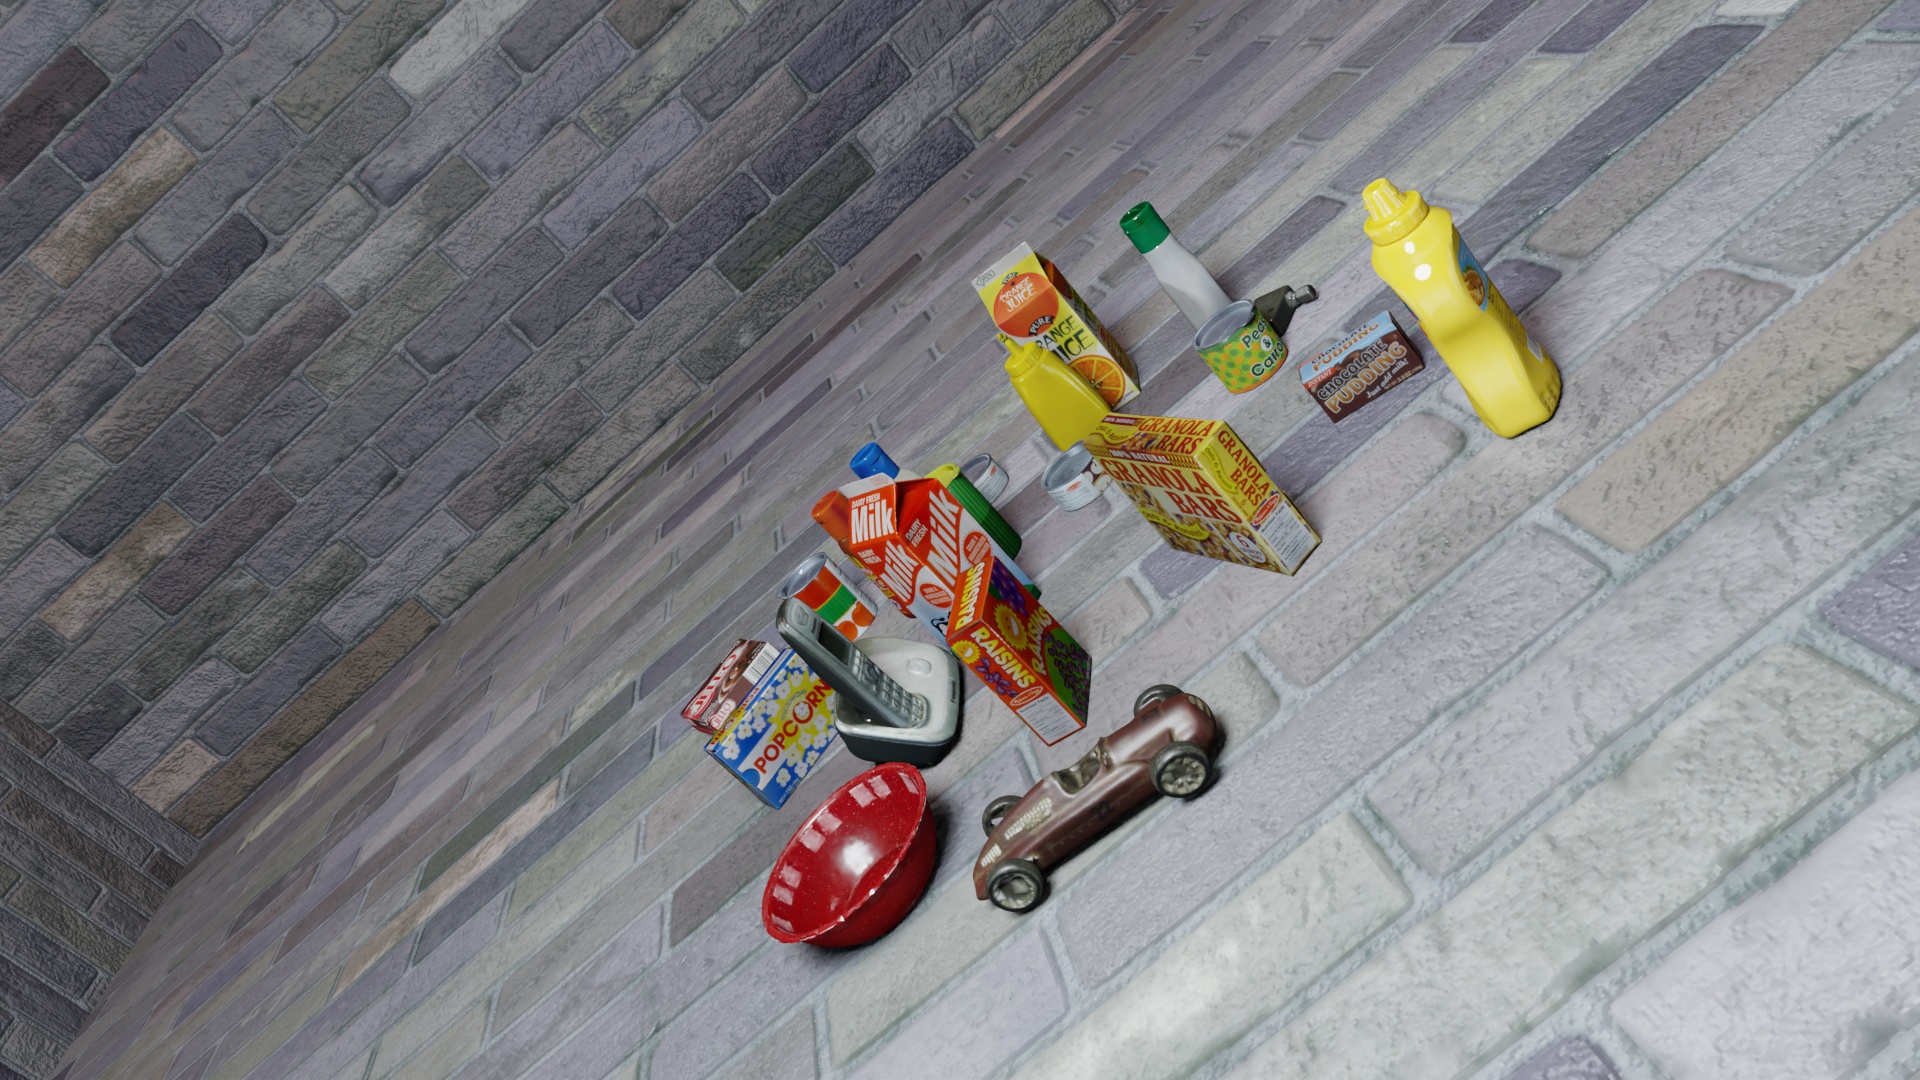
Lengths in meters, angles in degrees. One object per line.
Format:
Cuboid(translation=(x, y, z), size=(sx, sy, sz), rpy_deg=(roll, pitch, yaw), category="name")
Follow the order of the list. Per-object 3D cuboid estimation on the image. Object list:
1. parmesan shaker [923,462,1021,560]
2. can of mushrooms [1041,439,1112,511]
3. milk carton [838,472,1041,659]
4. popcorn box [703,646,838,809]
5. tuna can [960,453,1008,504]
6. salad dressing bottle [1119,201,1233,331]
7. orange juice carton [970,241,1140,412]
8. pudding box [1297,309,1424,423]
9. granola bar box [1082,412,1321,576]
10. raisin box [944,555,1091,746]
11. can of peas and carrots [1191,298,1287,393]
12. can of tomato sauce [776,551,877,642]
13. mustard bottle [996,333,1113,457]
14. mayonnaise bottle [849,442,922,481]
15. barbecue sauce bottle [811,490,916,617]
Cuboid(translation=(0.005, -0.017, 1.336), size=(0.071, 0.103, 0.071), rpy_deg=(-36, 22, 17), category="parmesan shaker")
Cuboid(translation=(0.114, -0.063, 1.329), size=(0.071, 0.033, 0.071), rpy_deg=(-36, 22, 17), category="can of mushrooms")
Cuboid(translation=(-0.024, 0.013, 1.209), size=(0.072, 0.190, 0.074), rpy_deg=(-16, 34, 50), category="milk carton")
Cuboid(translation=(-0.167, 0.174, 1.301), size=(0.127, 0.085, 0.038), rpy_deg=(-52, 23, -23), category="popcorn box")
Cuboid(translation=(0.016, -0.059, 1.495), size=(0.071, 0.032, 0.071), rpy_deg=(-36, 22, 17), category="tuna can")
Cuboid(translation=(0.216, -0.271, 1.385), size=(0.044, 0.147, 0.064), rpy_deg=(-45, 21, -4), category="salad dressing bottle")
Cuboid(translation=(0.098, -0.214, 1.422), size=(0.071, 0.192, 0.073), rpy_deg=(-35, 22, 20), category="orange juice carton")
Cuboid(translation=(0.315, -0.137, 1.094), size=(0.083, 0.049, 0.030), rpy_deg=(-33, 23, 23), category="pudding box")
Cuboid(translation=(0.178, -0.039, 1.045), size=(0.039, 0.124, 0.165), rpy_deg=(-47, 21, -11), category="granola bar box")
Cuboid(translation=(0.045, 0.082, 1.049), size=(0.040, 0.123, 0.086), rpy_deg=(-32, 24, 27), category="raisin box")
Cuboid(translation=(0.255, -0.176, 1.260), size=(0.071, 0.058, 0.071), rpy_deg=(-36, 22, 17), category="can of peas and carrots")
Cuboid(translation=(-0.140, 0.065, 1.463), size=(0.071, 0.083, 0.071), rpy_deg=(-36, 22, 17), category="can of tomato sauce")
Cuboid(translation=(0.090, -0.147, 1.355), size=(0.065, 0.160, 0.049), rpy_deg=(-39, 21, 11), category="mustard bottle")
Cuboid(translation=(-0.051, -0.036, 1.408), size=(0.065, 0.148, 0.041), rpy_deg=(-51, 22, -20), category="mayonnaise bottle")
Cuboid(translation=(-0.085, 0.013, 1.375), size=(0.044, 0.148, 0.065), rpy_deg=(-49, 22, -16), category="barbecue sauce bottle")
